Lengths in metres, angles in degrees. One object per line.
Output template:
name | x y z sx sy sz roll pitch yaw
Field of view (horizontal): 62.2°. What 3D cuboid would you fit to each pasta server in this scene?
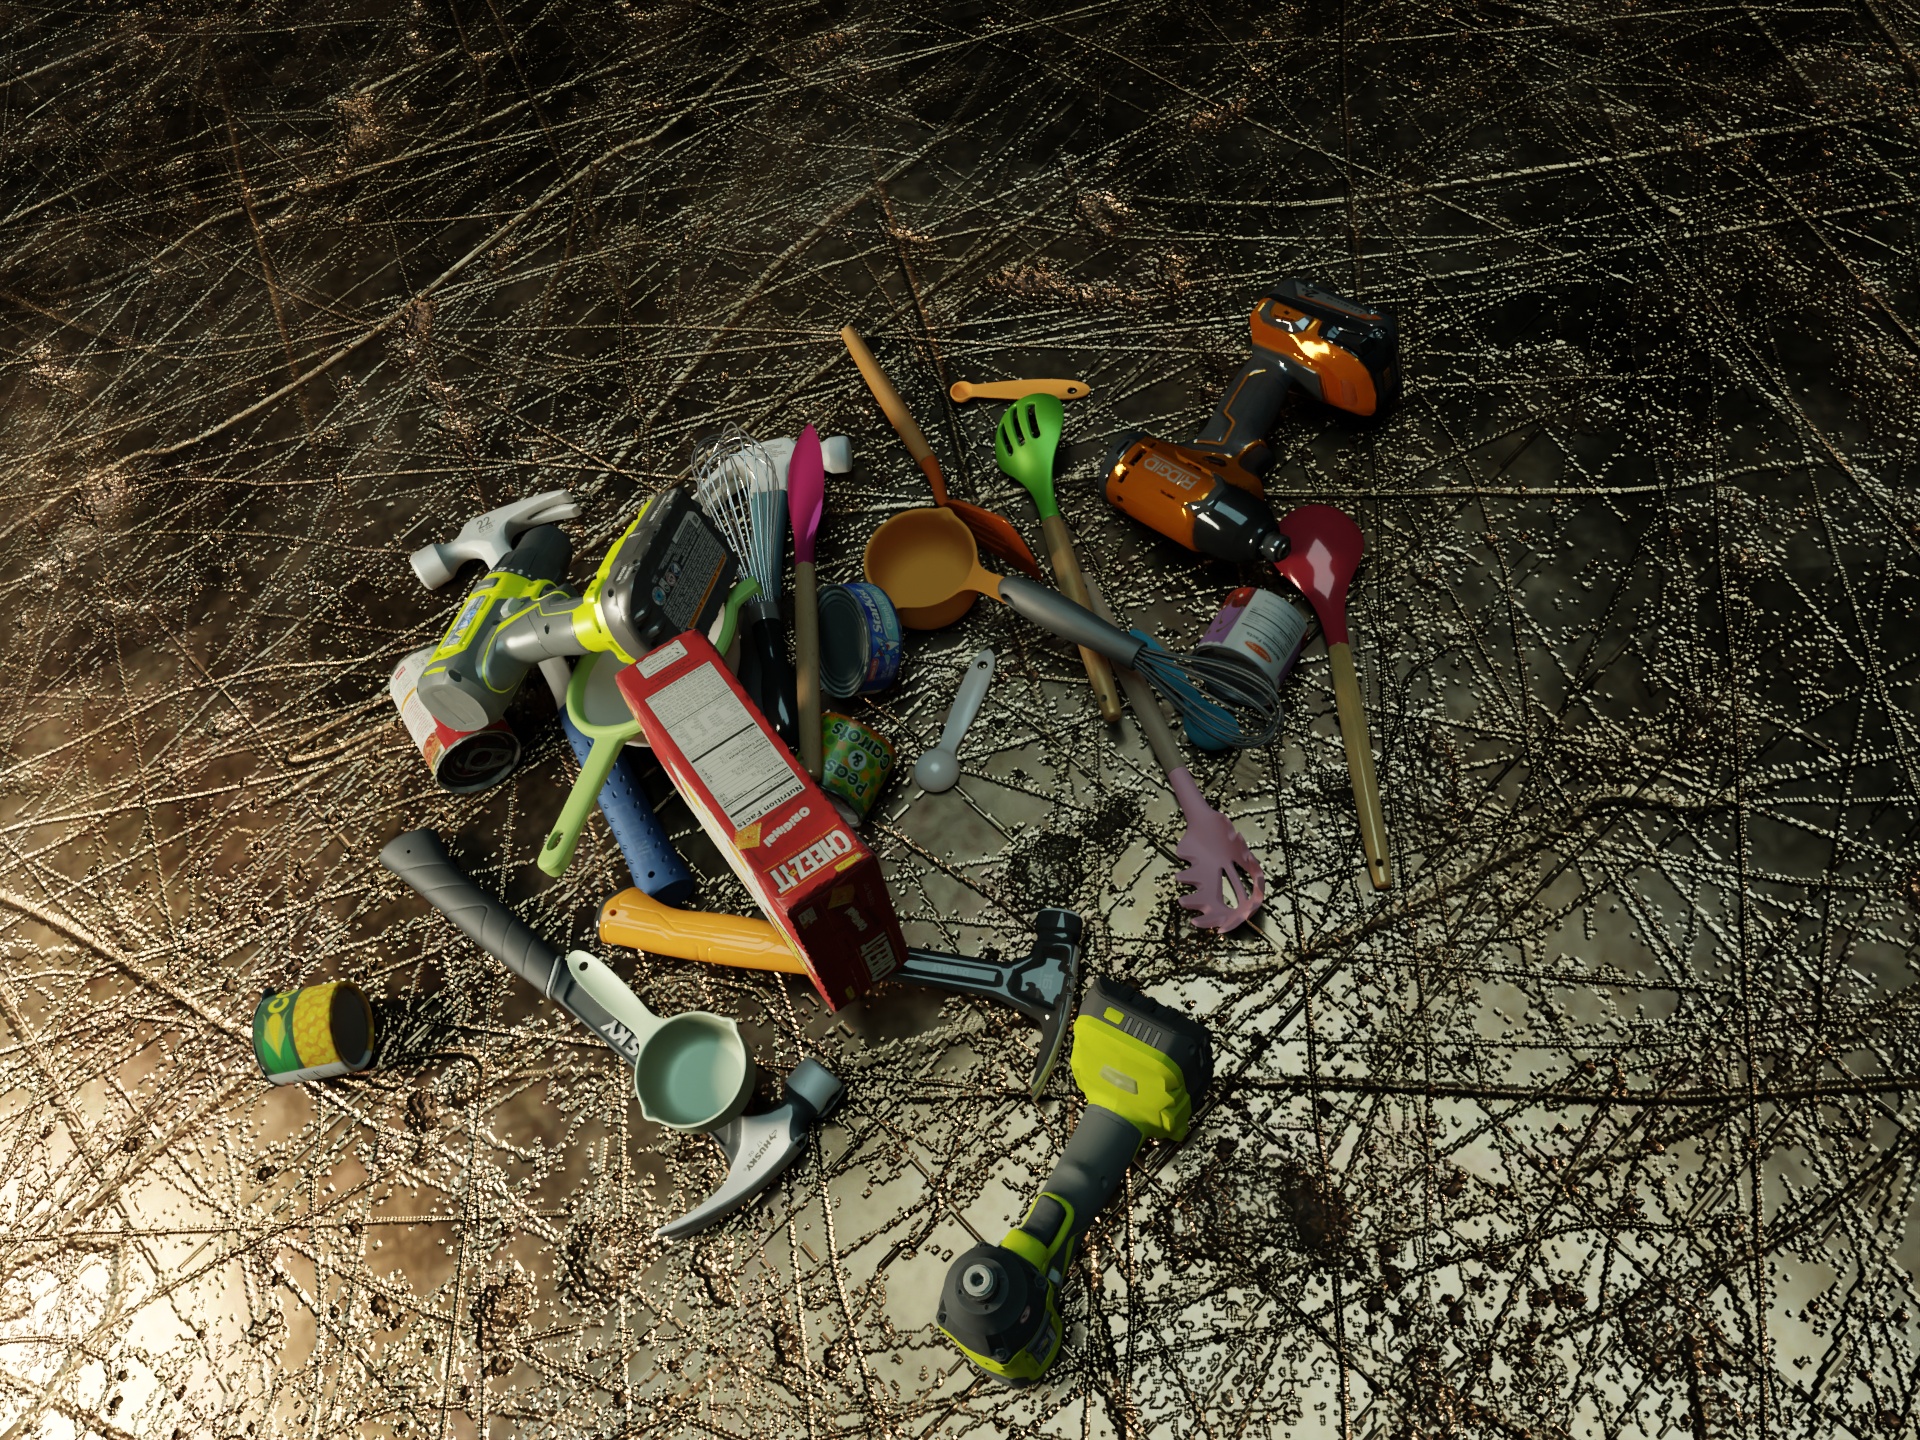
pasta server | 0.140 0.013 1.134 0.060 0.040 0.317 -37 55 23

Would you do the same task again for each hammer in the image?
hammer | -0.091 0.168 1.085 0.337 0.034 0.127 8 63 10
hammer | -0.154 -0.082 1.249 0.128 0.033 0.331 -4 62 9
hammer | -0.276 0.198 1.124 0.409 0.036 0.149 33 74 25
hammer | -0.302 -0.023 1.247 0.144 0.035 0.406 -31 61 -5

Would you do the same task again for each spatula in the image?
spatula | -0.027 -0.229 1.293 0.041 0.080 0.323 -32 55 4

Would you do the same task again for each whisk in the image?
whisk | -0.155 -0.107 1.214 0.070 0.070 0.285 -16 65 3
whisk | 0.124 -0.047 1.126 0.239 0.055 0.055 30 72 22

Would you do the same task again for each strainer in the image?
strainer | -0.228 0.011 1.150 0.151 0.069 0.256 -4 53 35

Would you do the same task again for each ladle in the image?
ladle | 0.273 -0.029 1.137 0.069 0.031 0.316 -10 62 11

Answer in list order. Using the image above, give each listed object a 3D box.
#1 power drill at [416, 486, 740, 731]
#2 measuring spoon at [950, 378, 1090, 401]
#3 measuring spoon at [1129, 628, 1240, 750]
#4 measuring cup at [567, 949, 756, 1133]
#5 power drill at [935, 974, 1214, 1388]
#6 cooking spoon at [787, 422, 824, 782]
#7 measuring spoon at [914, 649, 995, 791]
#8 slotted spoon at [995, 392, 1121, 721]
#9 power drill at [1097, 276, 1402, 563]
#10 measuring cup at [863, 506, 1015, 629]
power drill | -0.280 -0.093 1.175 0.228 0.080 0.191 -13 42 31
measuring spoon | 0.050 -0.272 1.324 0.117 0.011 0.021 1 62 8
measuring spoon | 0.157 -0.020 1.162 0.042 0.021 0.129 -6 44 -32
measuring cup | -0.203 0.209 1.061 0.168 0.038 0.083 35 76 28
power drill | 0.065 0.272 0.937 0.080 0.171 0.223 24 66 22
cooking spoon | -0.115 -0.094 1.186 0.017 0.068 0.319 10 55 -23
measuring spoon | -0.002 -0.004 1.183 0.034 0.018 0.124 15 66 19
slotted spoon | 0.078 -0.134 1.219 0.070 0.031 0.314 -32 55 28
power drill | 0.235 -0.218 1.207 0.226 0.084 0.164 -46 55 -10
measuring cup | 0.010 -0.098 1.215 0.174 0.052 0.095 22 70 16
